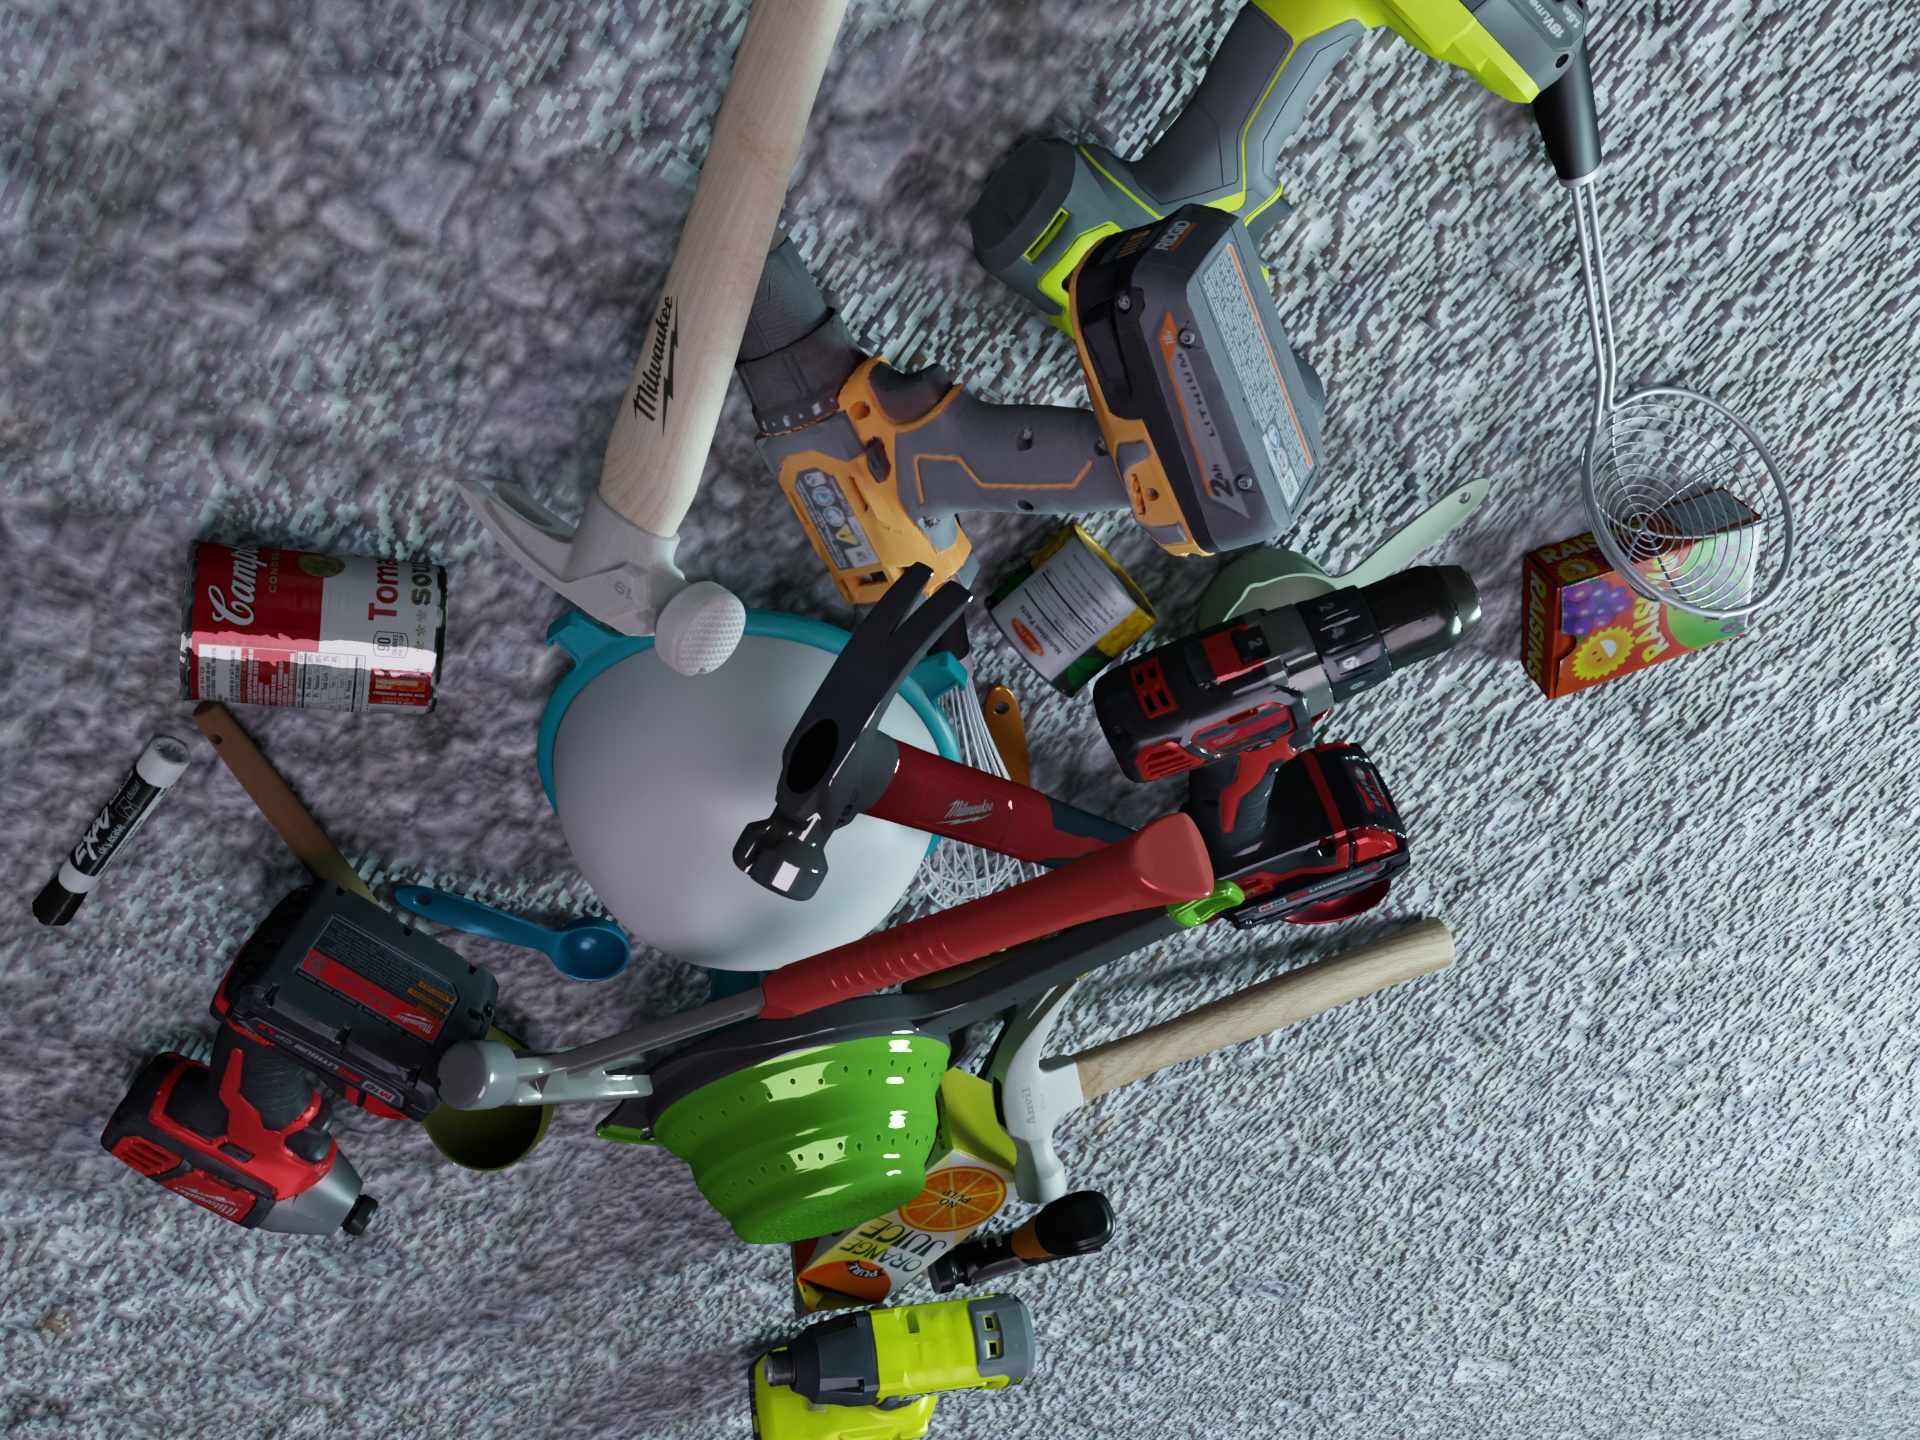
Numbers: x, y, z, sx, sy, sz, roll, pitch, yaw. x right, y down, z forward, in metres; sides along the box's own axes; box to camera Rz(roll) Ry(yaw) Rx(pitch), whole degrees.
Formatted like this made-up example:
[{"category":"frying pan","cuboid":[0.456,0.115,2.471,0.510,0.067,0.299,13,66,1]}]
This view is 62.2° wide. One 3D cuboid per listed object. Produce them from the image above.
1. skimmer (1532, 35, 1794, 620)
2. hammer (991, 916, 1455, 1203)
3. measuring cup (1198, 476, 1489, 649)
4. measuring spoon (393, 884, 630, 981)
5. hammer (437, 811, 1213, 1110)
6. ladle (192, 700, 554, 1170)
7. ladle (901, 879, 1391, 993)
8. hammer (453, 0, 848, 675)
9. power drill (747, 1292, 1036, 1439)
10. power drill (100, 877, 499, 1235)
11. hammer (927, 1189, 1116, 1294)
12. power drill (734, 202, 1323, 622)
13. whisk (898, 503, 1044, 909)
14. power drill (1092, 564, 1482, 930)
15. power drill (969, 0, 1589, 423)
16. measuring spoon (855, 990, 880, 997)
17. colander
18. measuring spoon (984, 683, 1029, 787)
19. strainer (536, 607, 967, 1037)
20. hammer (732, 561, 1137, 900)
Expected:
[{"category":"skimmer","cuboid":[0.327,-0.204,0.747,0.127,0.090,0.362,-48,132,-22]},{"category":"hammer","cuboid":[0.172,0.186,1.004,0.331,0.031,0.130,-16,103,-20]},{"category":"measuring cup","cuboid":[0.199,-0.082,0.835,0.167,0.038,0.083,-36,130,9]},{"category":"measuring spoon","cuboid":[-0.238,0.106,0.851,0.128,0.021,0.042,22,121,-21]},{"category":"hammer","cuboid":[-0.054,0.117,0.722,0.359,0.037,0.149,-21,163,21]},{"category":"ladle","cuboid":[-0.299,0.119,0.812,0.078,0.062,0.319,-12,129,12]},{"category":"ladle","cuboid":[0.115,0.126,0.959,0.315,0.031,0.069,-12,135,-16]},{"category":"hammer","cuboid":[-0.081,-0.228,0.595,0.038,0.146,0.410,-11,130,-57]},{"category":"power drill","cuboid":[-0.065,0.444,1.080,0.171,0.080,0.223,1,149,-20]},{"category":"power drill","cuboid":[-0.331,0.188,0.804,0.143,0.079,0.219,35,125,-15]},{"category":"hammer","cuboid":[0.056,0.326,1.005,0.127,0.034,0.336,-12,161,-11]},{"category":"power drill","cuboid":[0.009,-0.136,0.638,0.226,0.084,0.185,-7,123,36]},{"category":"whisk","cuboid":[0.000,-0.003,0.821,0.070,0.070,0.284,-14,126,-8]},{"category":"power drill","cuboid":[0.183,0.012,0.831,0.188,0.080,0.226,-22,145,8]},{"category":"power drill","cuboid":[0.141,-0.233,0.670,0.190,0.080,0.228,27,118,-32]},{"category":"measuring spoon","cuboid":[-0.053,0.178,0.966,0.034,0.018,0.124,-29,131,5]},{"category":"colander","cuboid":[-0.014,0.202,0.882,0.397,0.095,0.204,-27,152,18]},{"category":"measuring spoon","cuboid":[0.029,0.027,0.878,0.021,0.011,0.116,-17,130,-6]},{"category":"strainer","cuboid":[-0.114,0.101,0.809,0.211,0.095,0.340,6,131,-6]},{"category":"hammer","cuboid":[0.043,0.039,0.786,0.143,0.038,0.386,-59,149,5]}]
